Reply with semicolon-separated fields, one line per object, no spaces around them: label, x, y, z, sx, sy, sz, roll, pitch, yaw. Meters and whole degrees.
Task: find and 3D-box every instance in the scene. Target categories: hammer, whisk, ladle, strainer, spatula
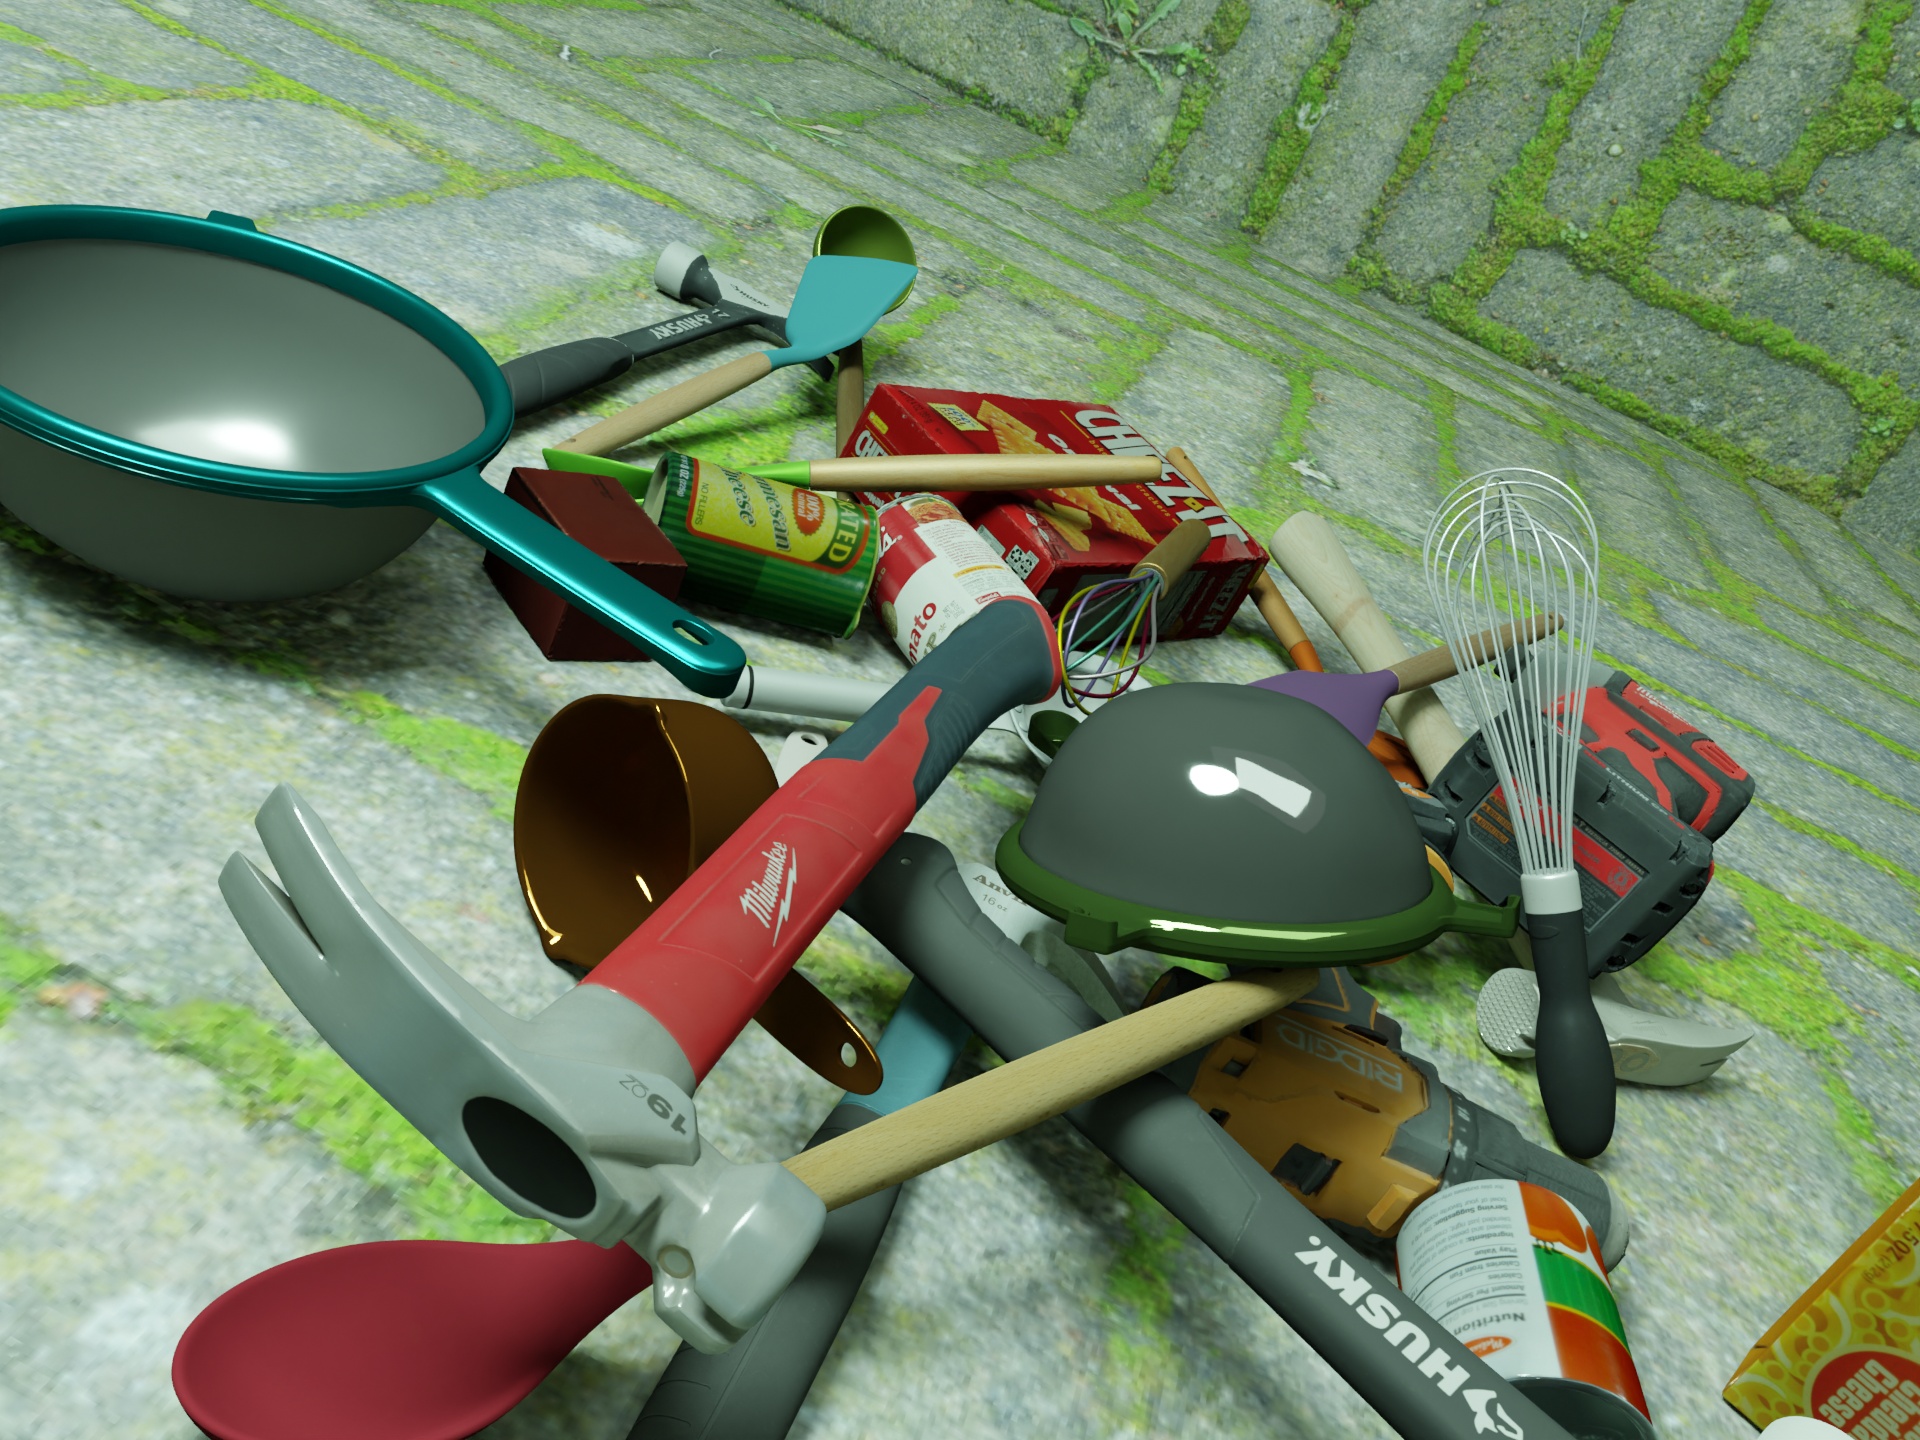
hammer;0.265;0.018;0.857;0.146;0.038;0.411;13;37;-25
hammer;-0.032;0.130;0.469;0.128;0.033;0.331;27;27;5
whisk;0.087;-0.058;0.785;0.047;0.051;0.245;45;30;0
ladle;-0.063;-0.236;1.022;0.078;0.062;0.320;28;35;-26
strainer;-0.235;-0.076;0.603;0.340;0.095;0.211;32;30;9
ladle;-0.028;0.113;0.408;0.315;0.031;0.069;-16;29;-28
spatula;0.242;-0.023;0.843;0.316;0.018;0.060;-17;56;-42
hammer;-0.198;-0.218;0.951;0.149;0.036;0.409;29;28;5
spatula;-0.134;-0.212;0.927;0.082;0.044;0.317;14;33;25
spatula;0.203;-0.067;0.973;0.081;0.041;0.323;4;45;-34
hammer;0.069;0.134;0.445;0.146;0.035;0.335;-21;45;-37
strainer;-0.001;-0.002;0.717;0.258;0.050;0.087;7;46;-25
whisk;0.237;0.038;0.652;0.070;0.284;0.070;-7;0;0
hammer;-0.043;0.013;0.484;0.143;0.038;0.386;42;25;0
strainer;0.074;0.011;0.573;0.151;0.069;0.256;0;14;-16

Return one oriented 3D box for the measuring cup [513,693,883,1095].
measuring cup;-0.070;0.057;0.498;0.174;0.095;0.052;36;20;31

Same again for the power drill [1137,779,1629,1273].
power drill;0.158;0.107;0.622;0.185;0.084;0.226;24;31;-4

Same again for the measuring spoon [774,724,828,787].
measuring spoon;-0.066;0.027;0.639;0.034;0.018;0.124;21;26;-7

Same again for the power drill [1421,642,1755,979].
power drill;0.306;0.028;0.779;0.143;0.078;0.219;42;30;15

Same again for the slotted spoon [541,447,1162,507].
slotted spoon;-0.051;-0.125;0.808;0.313;0.031;0.070;-2;4;-8
